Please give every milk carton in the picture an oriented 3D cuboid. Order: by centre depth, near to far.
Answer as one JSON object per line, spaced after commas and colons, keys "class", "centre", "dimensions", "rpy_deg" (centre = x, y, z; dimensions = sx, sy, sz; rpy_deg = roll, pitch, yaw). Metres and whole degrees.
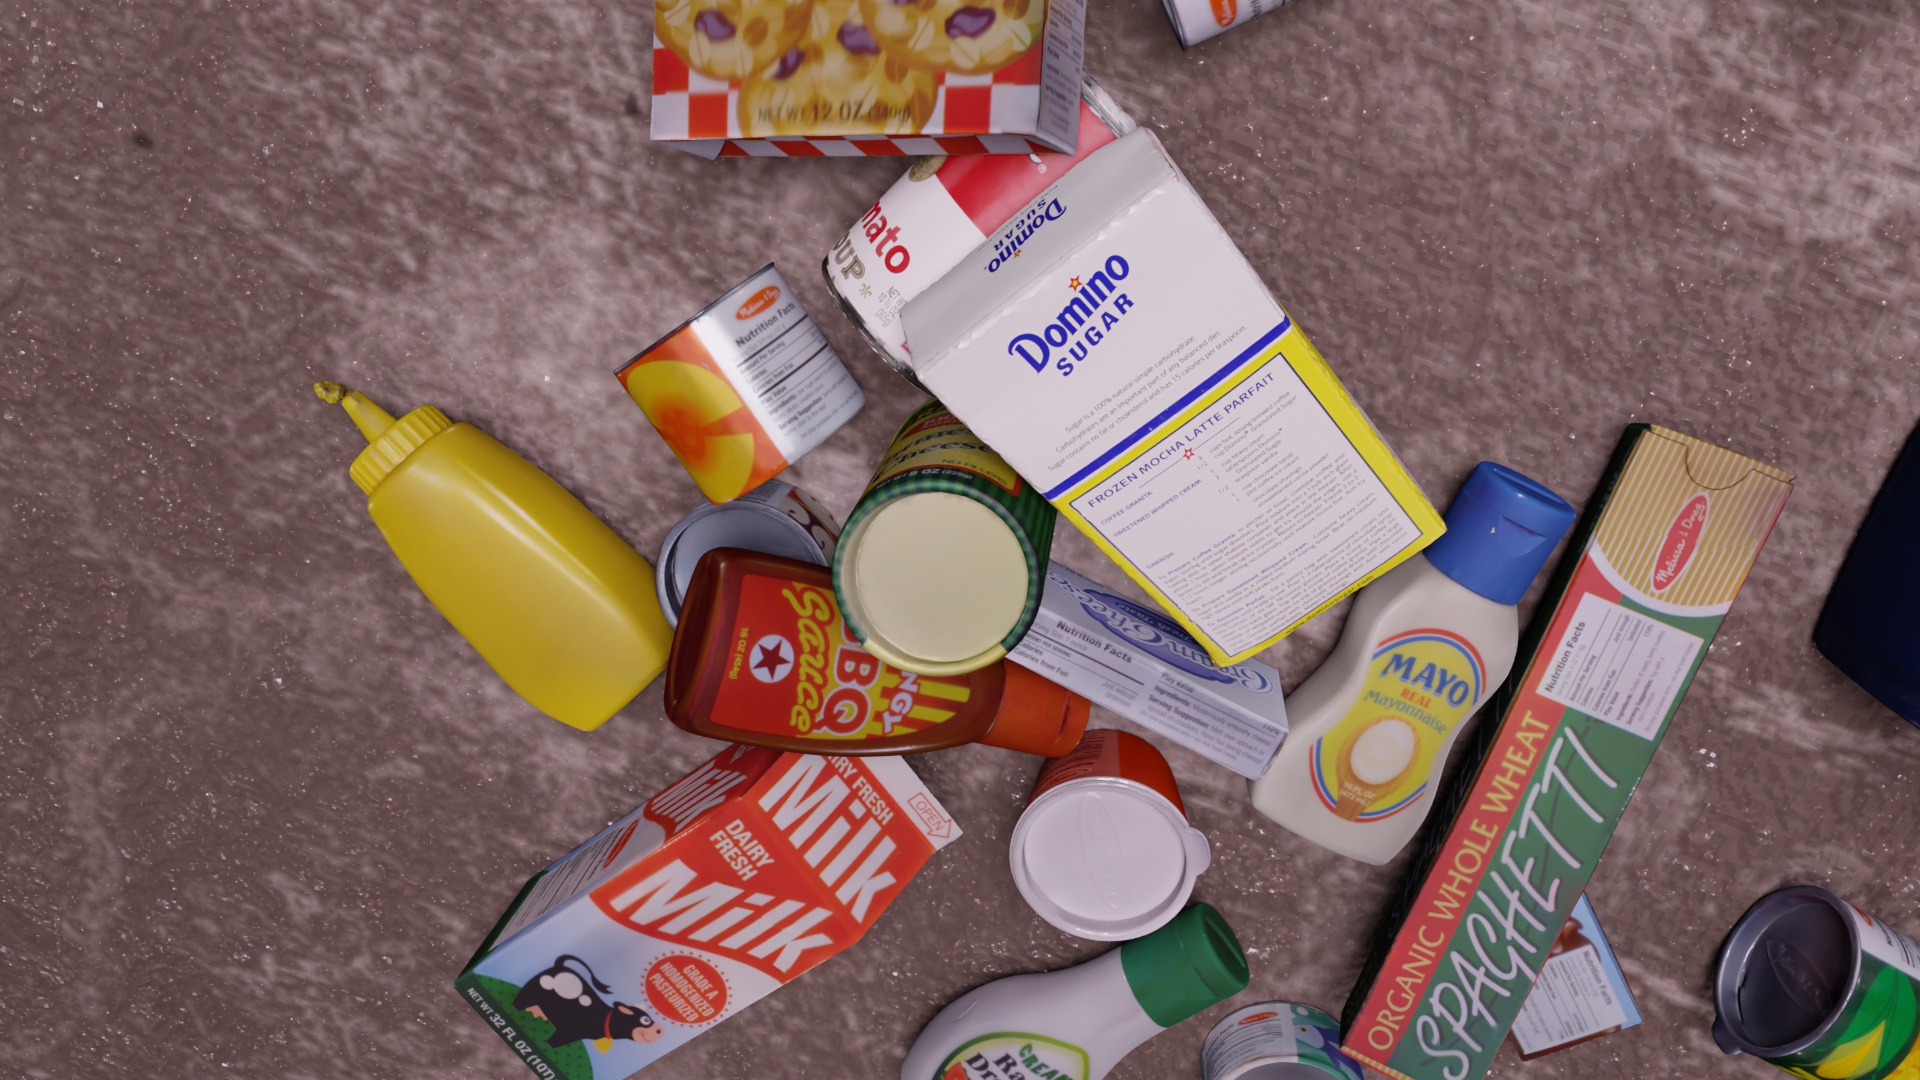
{"class": "milk carton", "centre": [-0.095, 0.134, 0.541], "dimensions": [0.190, 0.074, 0.072], "rpy_deg": [-35, 102, 17]}

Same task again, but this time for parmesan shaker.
{"class": "parmesan shaker", "centre": [0.002, -0.006, 0.463], "dimensions": [0.071, 0.103, 0.071], "rpy_deg": [2, 110, 6]}

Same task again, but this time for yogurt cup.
{"class": "yogurt cup", "centre": [0.054, 0.107, 0.524], "dimensions": [0.072, 0.054, 0.072], "rpy_deg": [2, 110, 6]}

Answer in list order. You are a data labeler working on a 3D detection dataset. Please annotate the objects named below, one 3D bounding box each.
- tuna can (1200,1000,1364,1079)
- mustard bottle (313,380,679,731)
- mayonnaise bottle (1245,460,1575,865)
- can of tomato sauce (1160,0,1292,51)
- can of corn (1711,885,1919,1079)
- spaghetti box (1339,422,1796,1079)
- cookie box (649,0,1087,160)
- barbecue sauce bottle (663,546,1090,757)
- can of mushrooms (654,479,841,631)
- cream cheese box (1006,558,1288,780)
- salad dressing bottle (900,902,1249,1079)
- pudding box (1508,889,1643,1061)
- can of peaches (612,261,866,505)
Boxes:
{"class": "tuna can", "centre": [0.134, 0.228, 0.568], "dimensions": [0.071, 0.033, 0.070], "rpy_deg": [2, 110, 7]}
{"class": "mustard bottle", "centre": [-0.174, -0.003, 0.515], "dimensions": [0.065, 0.049, 0.160], "rpy_deg": [-39, 100, 18]}
{"class": "mayonnaise bottle", "centre": [0.161, 0.043, 0.494], "dimensions": [0.065, 0.041, 0.147], "rpy_deg": [25, 111, -2]}
{"class": "can of tomato sauce", "centre": [0.092, -0.194, 0.406], "dimensions": [0.083, 0.071, 0.071], "rpy_deg": [-21, 106, 13]}
{"class": "can of corn", "centre": [0.322, 0.171, 0.507], "dimensions": [0.058, 0.071, 0.071], "rpy_deg": [28, 111, -4]}
{"class": "spaghetti box", "centre": [0.205, 0.082, 0.486], "dimensions": [0.050, 0.029, 0.249], "rpy_deg": [24, 102, 10]}
{"class": "cookie box", "centre": [-0.024, -0.197, 0.397], "dimensions": [0.123, 0.040, 0.167], "rpy_deg": [6, 96, 22]}
{"class": "barbecue sauce bottle", "centre": [-0.025, 0.047, 0.490], "dimensions": [0.148, 0.043, 0.065], "rpy_deg": [14, 88, -26]}
{"class": "can of mushrooms", "centre": [-0.076, 0.014, 0.517], "dimensions": [0.071, 0.033, 0.070], "rpy_deg": [2, 109, 6]}
{"class": "cream cheese box", "centre": [0.066, 0.044, 0.500], "dimensions": [0.104, 0.053, 0.024], "rpy_deg": [26, 111, -3]}
{"class": "salad dressing bottle", "centre": [0.045, 0.196, 0.562], "dimensions": [0.147, 0.044, 0.064], "rpy_deg": [-35, 103, 17]}
{"class": "pudding box", "centre": [0.220, 0.153, 0.533], "dimensions": [0.049, 0.030, 0.083], "rpy_deg": [-26, 104, 16]}
{"class": "can of peaches", "centre": [-0.076, -0.053, 0.478], "dimensions": [0.071, 0.071, 0.058], "rpy_deg": [-31, 104, 16]}
